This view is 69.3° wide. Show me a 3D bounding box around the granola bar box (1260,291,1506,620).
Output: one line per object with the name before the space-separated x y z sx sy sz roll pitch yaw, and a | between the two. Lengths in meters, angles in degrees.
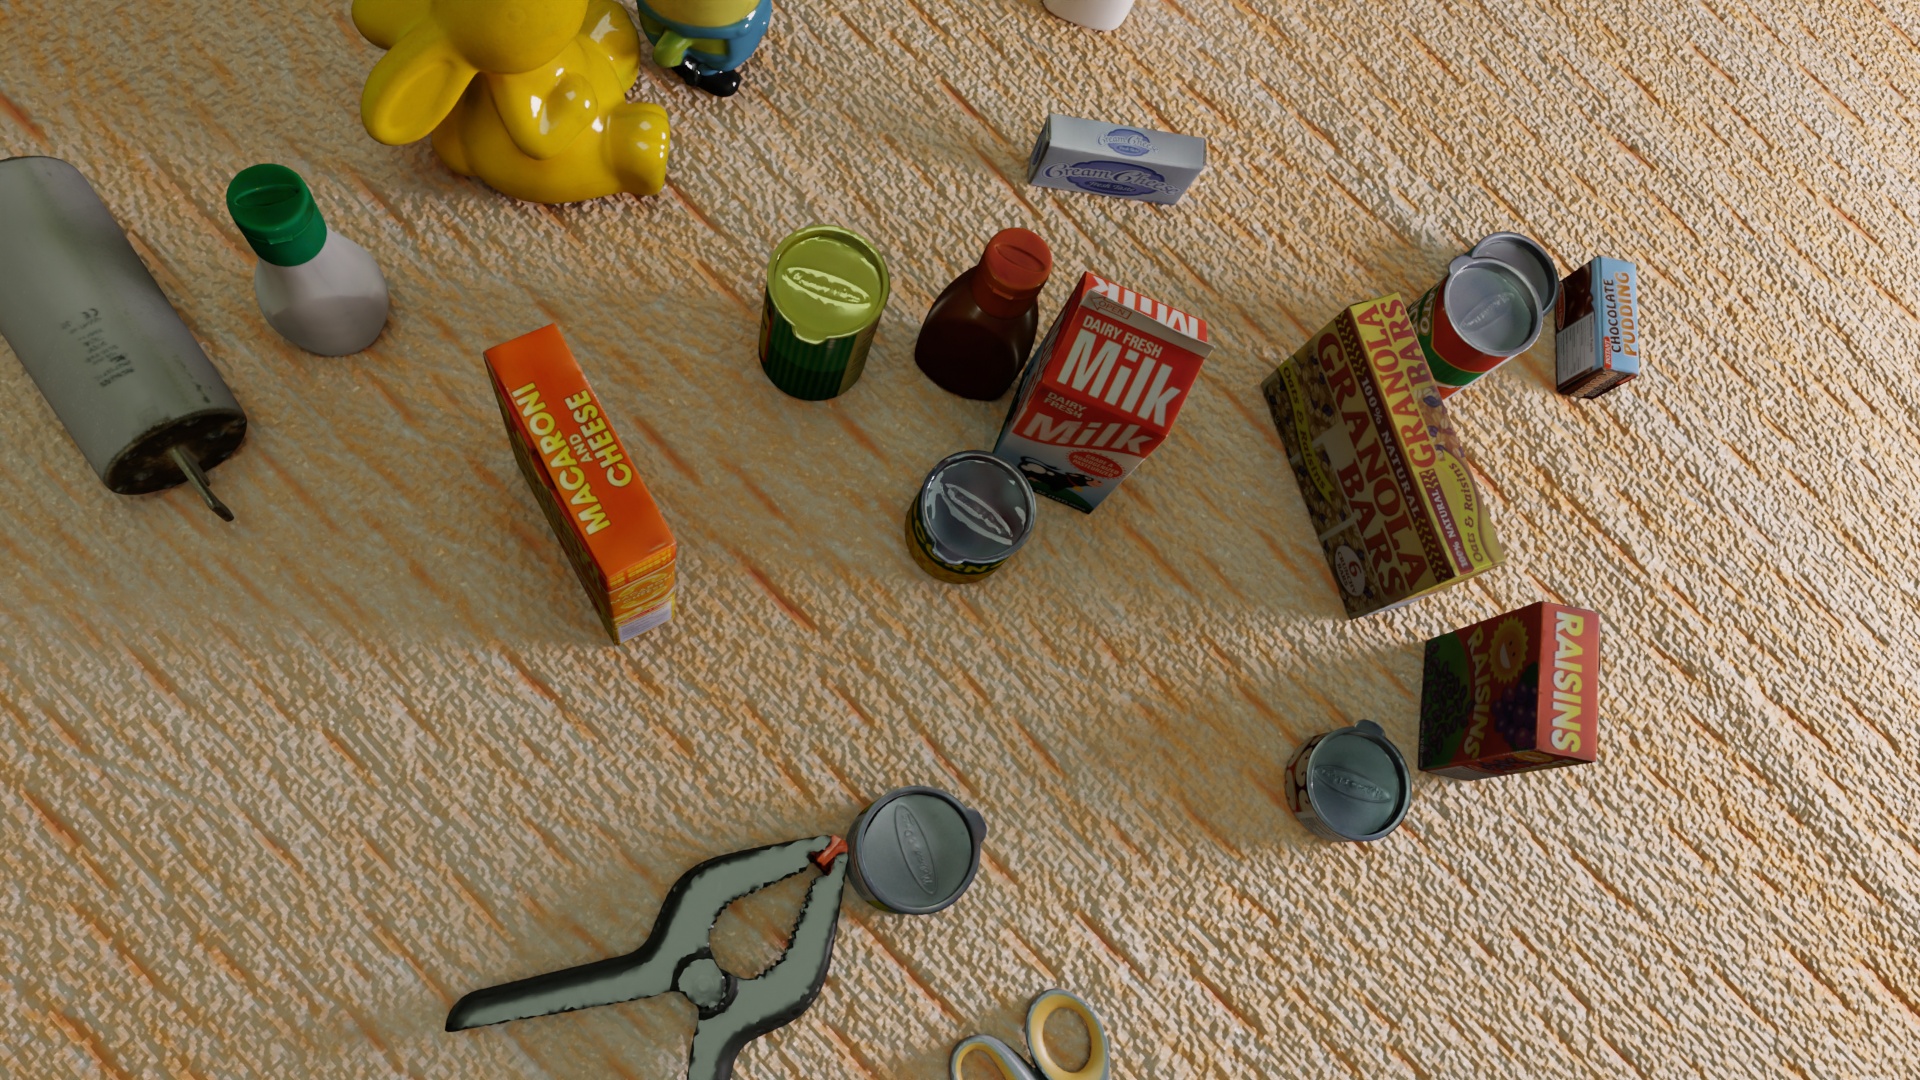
granola bar box | 0.245 -0.045 0.825 0.039 0.124 0.166 -15 79 -15

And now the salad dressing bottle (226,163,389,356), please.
salad dressing bottle | -0.338 -0.142 0.718 0.064 0.147 0.044 -15 79 -15

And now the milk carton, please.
milk carton | 0.076 -0.084 0.766 0.072 0.190 0.073 23 72 -5

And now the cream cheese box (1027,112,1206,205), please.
cream cheese box | 0.099 -0.242 0.886 0.104 0.053 0.024 6 74 -10

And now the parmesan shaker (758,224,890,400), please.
parmesan shaker | -0.081 -0.124 0.790 0.071 0.102 0.071 3 75 -11

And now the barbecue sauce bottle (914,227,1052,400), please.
barbecue sauce bottle | 0.016 -0.127 0.787 0.065 0.148 0.044 26 72 -4

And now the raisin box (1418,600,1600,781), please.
raisin box | 0.315 0.090 0.803 0.040 0.123 0.086 13 73 -8

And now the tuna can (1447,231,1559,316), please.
tuna can | 0.361 -0.169 0.932 0.071 0.032 0.071 3 74 -11

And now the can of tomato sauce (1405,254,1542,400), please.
can of tomato sauce | 0.316 -0.134 0.886 0.071 0.083 0.071 3 75 -11

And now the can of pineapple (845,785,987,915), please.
can of pineapple | -0.025 0.167 0.745 0.071 0.057 0.071 3 75 -11

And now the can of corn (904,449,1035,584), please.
can of corn | 0.003 -0.010 0.800 0.071 0.058 0.071 3 75 -11

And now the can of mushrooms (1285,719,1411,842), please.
can of mushrooms | 0.228 0.142 0.818 0.071 0.033 0.071 3 74 -11

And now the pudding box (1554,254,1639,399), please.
pudding box | 0.425 -0.142 0.929 0.030 0.049 0.084 9 73 -9

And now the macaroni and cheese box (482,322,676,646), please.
macaroni and cheese box | -0.190 -0.021 0.705 0.040 0.166 0.124 -28 82 -17
